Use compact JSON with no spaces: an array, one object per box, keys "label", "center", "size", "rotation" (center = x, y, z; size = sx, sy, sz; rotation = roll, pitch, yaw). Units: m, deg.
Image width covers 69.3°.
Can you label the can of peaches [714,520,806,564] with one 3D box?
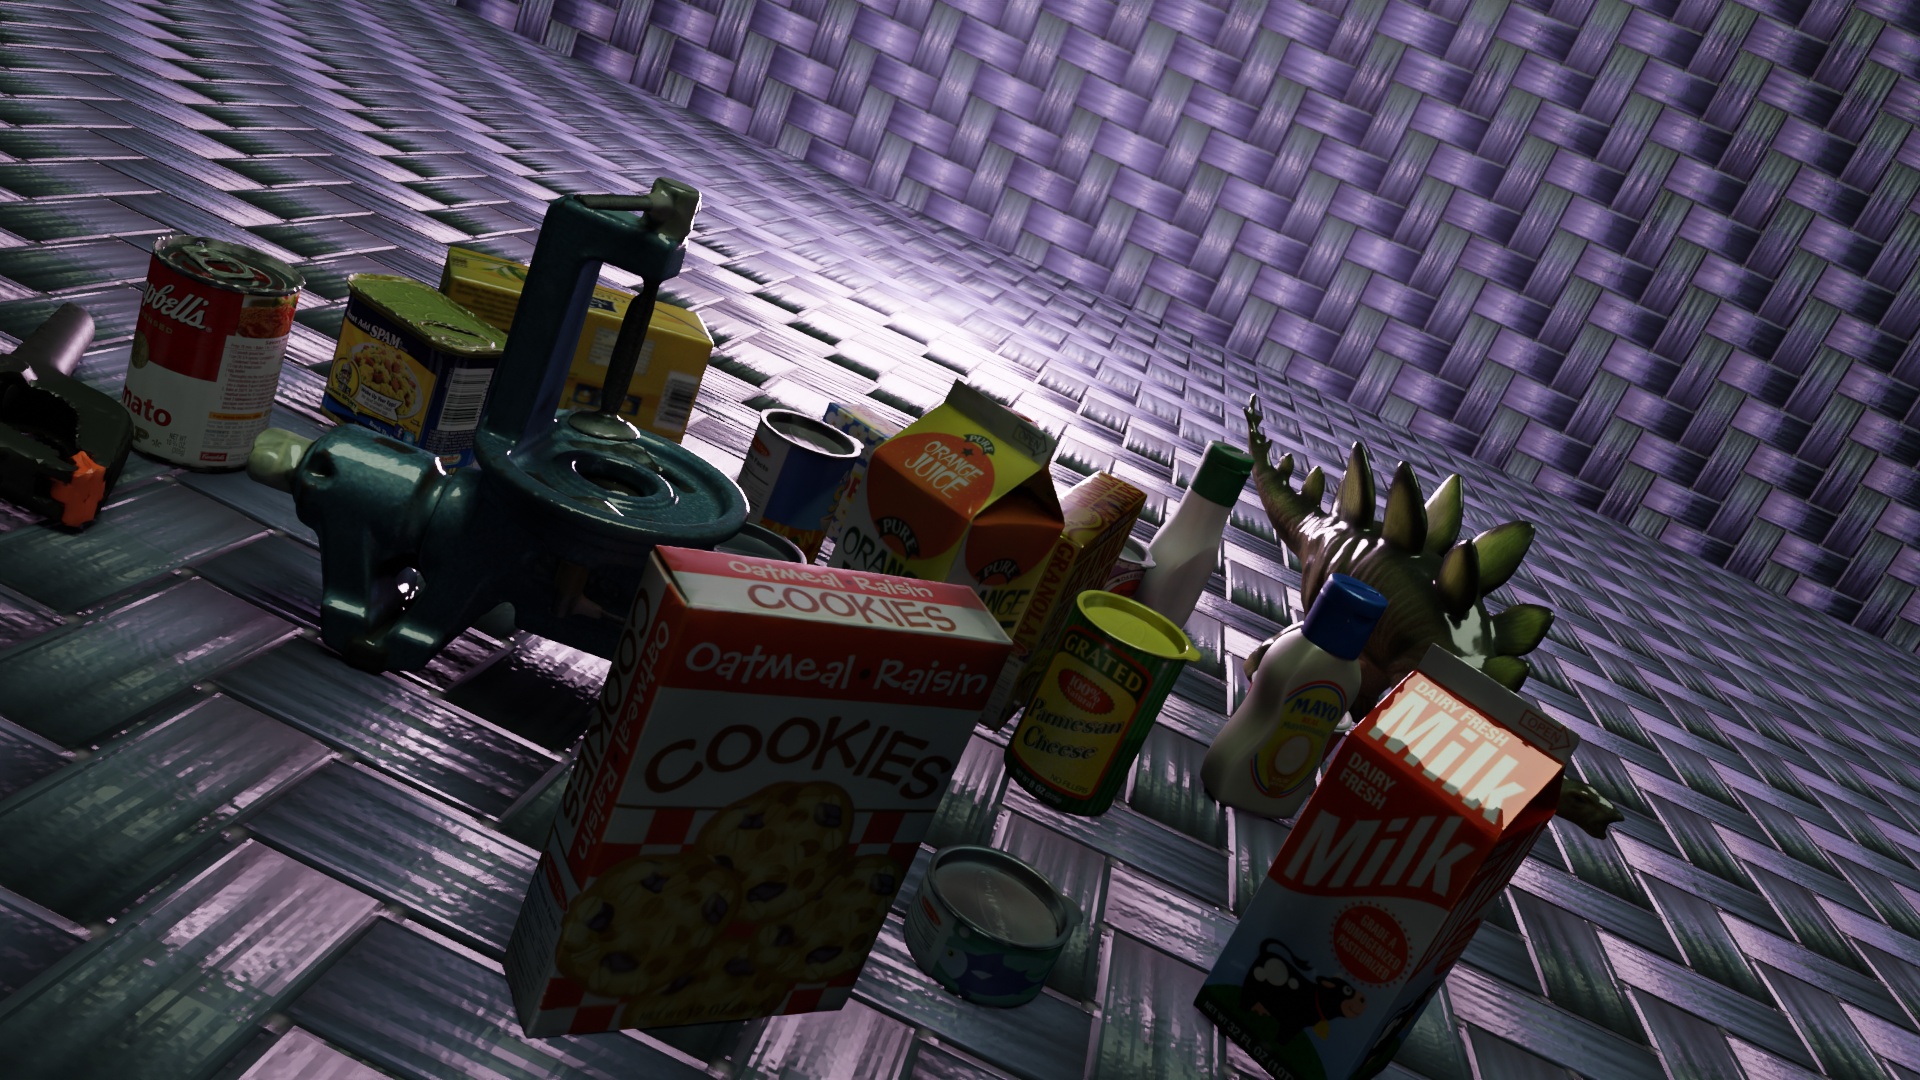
[{"label":"can of peaches","center":[-0.123,0.028,0.743],"size":[0.071,0.058,0.071],"rotation":[21,19,-7]}]

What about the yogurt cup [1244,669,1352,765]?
[{"label":"yogurt cup","center":[0.206,0.121,0.883],"size":[0.072,0.053,0.072],"rotation":[21,19,-7]}]

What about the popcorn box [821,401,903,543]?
[{"label":"popcorn box","center":[-0.048,-0.028,0.938],"size":[0.127,0.085,0.038],"rotation":[33,21,27]}]

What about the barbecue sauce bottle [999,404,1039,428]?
[{"label":"barbecue sauce bottle","center":[0.003,-0.011,0.853],"size":[0.065,0.148,0.044],"rotation":[13,21,-30]}]

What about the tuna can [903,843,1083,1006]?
[{"label":"tuna can","center":[0.013,0.161,0.582],"size":[0.071,0.032,0.071],"rotation":[21,19,-7]}]

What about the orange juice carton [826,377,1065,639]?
[{"label":"orange juice carton","center":[-0.015,0.021,0.679],"size":[0.073,0.192,0.072],"rotation":[1,29,-49]}]

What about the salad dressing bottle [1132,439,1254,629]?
[{"label":"salad dressing bottle","center":[0.170,-0.002,1.026],"size":[0.064,0.147,0.044],"rotation":[3,27,-47]}]

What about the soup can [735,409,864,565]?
[{"label":"soup can","center":[-0.107,-0.031,0.879],"size":[0.071,0.083,0.071],"rotation":[21,19,-7]}]

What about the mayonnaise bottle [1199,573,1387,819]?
[{"label":"mayonnaise bottle","center":[0.198,0.091,0.809],"size":[0.065,0.147,0.041],"rotation":[16,20,-21]}]

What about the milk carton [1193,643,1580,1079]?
[{"label":"milk carton","center":[0.184,0.141,0.591],"size":[0.072,0.189,0.073],"rotation":[36,22,34]}]

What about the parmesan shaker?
[{"label":"parmesan shaker","center":[0.074,0.088,0.740],"size":[0.071,0.102,0.071],"rotation":[21,19,-7]}]

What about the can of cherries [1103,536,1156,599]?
[{"label":"can of cherries","center":[0.099,0.026,1.007],"size":[0.071,0.058,0.072],"rotation":[21,19,-7]}]

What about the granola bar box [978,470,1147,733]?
[{"label":"granola bar box","center":[0.054,0.031,0.839],"size":[0.039,0.123,0.166],"rotation":[28,19,12]}]

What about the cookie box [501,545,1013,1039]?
[{"label":"cookie box","center":[-0.070,0.088,0.473],"size":[0.123,0.166,0.040],"rotation":[9,23,-36]}]
